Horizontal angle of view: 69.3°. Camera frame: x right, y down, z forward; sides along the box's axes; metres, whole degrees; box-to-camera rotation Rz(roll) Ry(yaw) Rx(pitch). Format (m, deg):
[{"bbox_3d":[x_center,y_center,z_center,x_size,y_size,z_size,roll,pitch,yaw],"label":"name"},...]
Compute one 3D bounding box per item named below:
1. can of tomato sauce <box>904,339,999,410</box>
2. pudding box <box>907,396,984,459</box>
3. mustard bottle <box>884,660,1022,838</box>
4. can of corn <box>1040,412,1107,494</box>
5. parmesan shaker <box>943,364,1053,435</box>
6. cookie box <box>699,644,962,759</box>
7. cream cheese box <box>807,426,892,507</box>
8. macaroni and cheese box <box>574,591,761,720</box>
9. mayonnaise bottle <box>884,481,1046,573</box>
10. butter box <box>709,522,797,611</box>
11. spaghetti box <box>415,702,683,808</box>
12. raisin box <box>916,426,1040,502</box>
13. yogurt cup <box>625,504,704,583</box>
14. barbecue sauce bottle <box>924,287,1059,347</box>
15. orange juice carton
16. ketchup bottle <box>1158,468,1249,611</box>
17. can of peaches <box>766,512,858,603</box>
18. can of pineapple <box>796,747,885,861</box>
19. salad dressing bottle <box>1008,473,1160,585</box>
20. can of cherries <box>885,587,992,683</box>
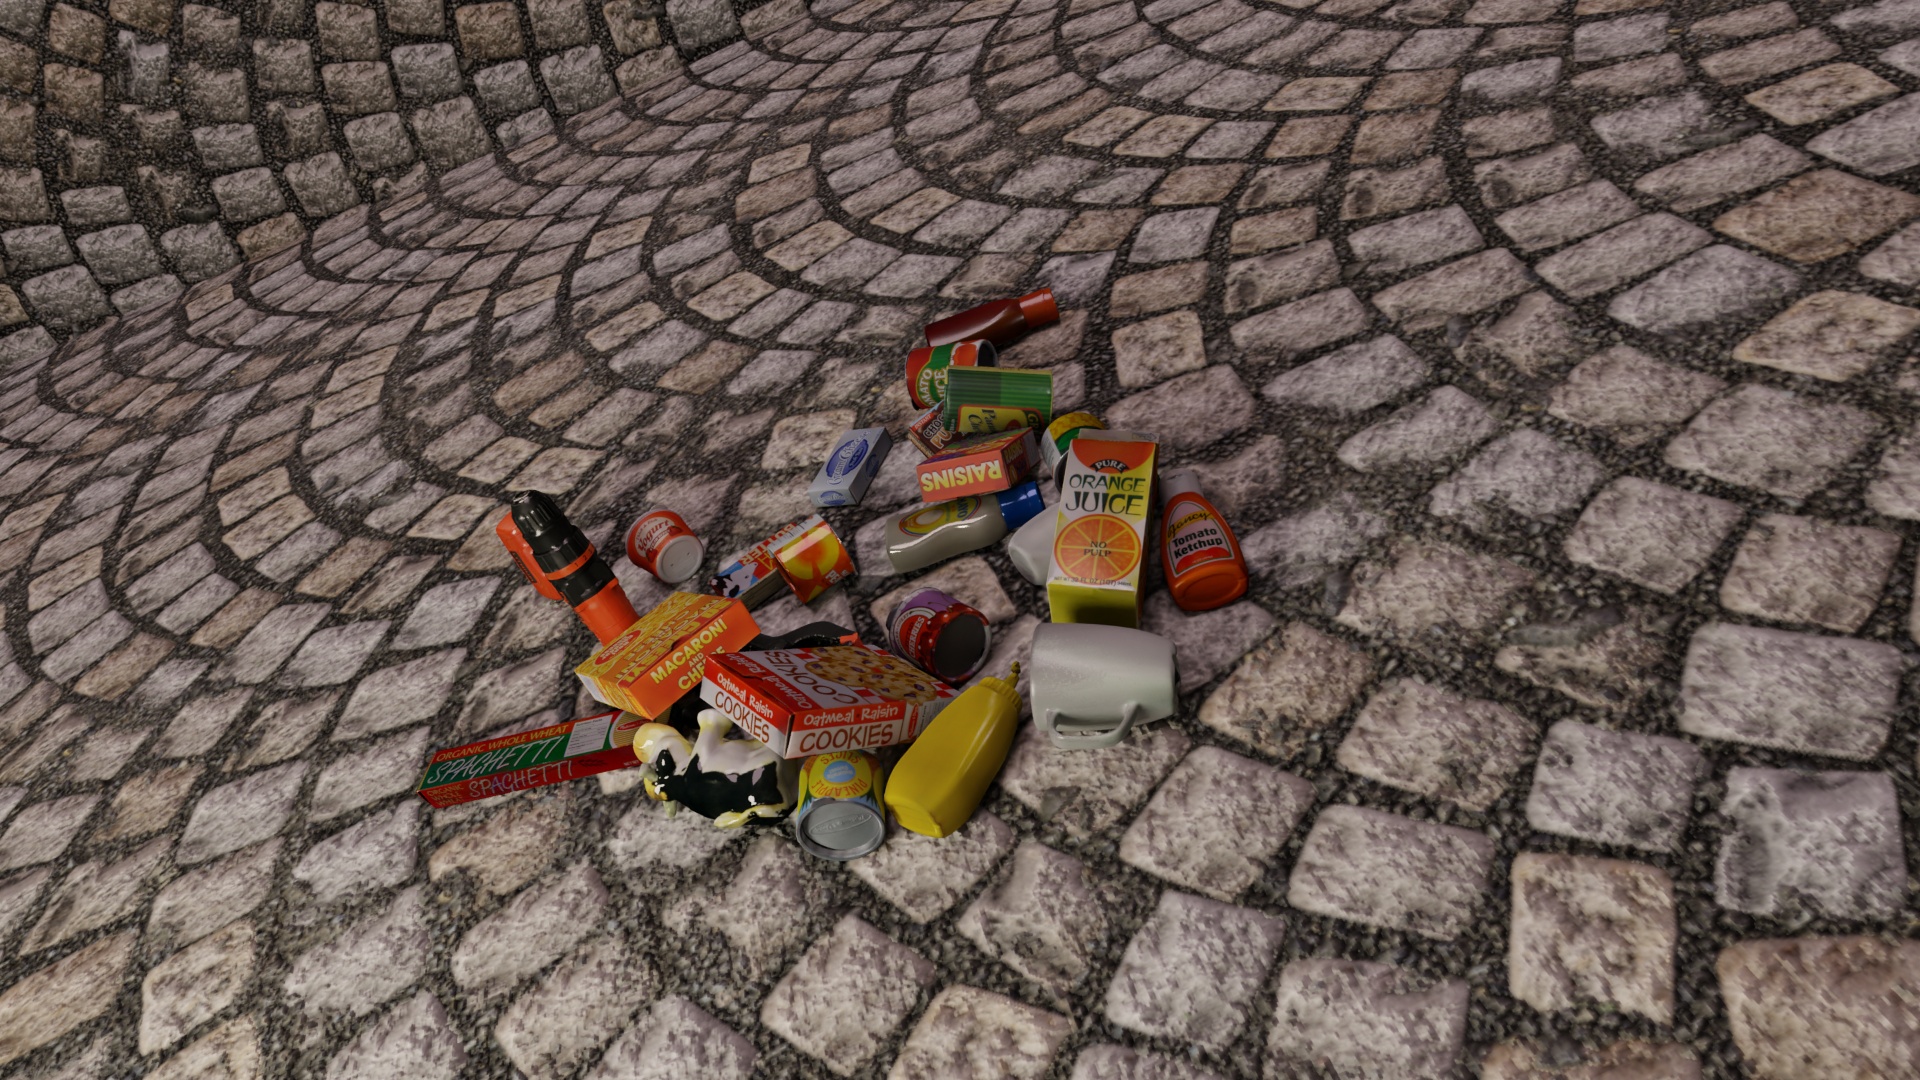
[{"bbox_3d":[-0.008,-0.175,1.474,0.083,0.071,0.071,-5,40,24],"label":"can of tomato sauce"},{"bbox_3d":[-0.007,-0.118,1.412,0.084,0.030,0.050,-39,77,-21],"label":"pudding box"},{"bbox_3d":[0.008,0.152,1.058,0.065,0.048,0.161,10,47,38],"label":"mustard bottle"},{"bbox_3d":[0.114,-0.077,1.280,0.071,0.071,0.058,-22,35,2],"label":"can of corn"},{"bbox_3d":[0.036,-0.137,1.373,0.103,0.071,0.072,2,37,-4],"label":"parmesan shaker"},{"bbox_3d":[-0.100,0.121,1.085,0.168,0.040,0.123,0,16,-42],"label":"cookie box"},{"bbox_3d":[-0.114,-0.076,1.444,0.053,0.024,0.104,-4,40,28],"label":"cream cheese box"},{"bbox_3d":[-0.264,0.099,1.237,0.124,0.040,0.166,-40,19,-24],"label":"macaroni and cheese box"},{"bbox_3d":[0.005,-0.016,1.283,0.148,0.041,0.065,-18,33,7],"label":"mayonnaise bottle"},{"bbox_3d":[-0.188,0.028,1.352,0.104,0.024,0.053,-37,38,-17],"label":"butter box"},{"bbox_3d":[-0.366,0.191,1.238,0.250,0.028,0.050,-14,37,14],"label":"spaghetti box"},{"bbox_3d":[0.018,-0.071,1.307,0.086,0.040,0.124,-9,11,18],"label":"raisin box"},{"bbox_3d":[-0.297,0.008,1.406,0.072,0.072,0.054,-39,46,-20],"label":"yogurt cup"},{"bbox_3d":[0.035,-0.241,1.555,0.148,0.043,0.065,-19,36,5],"label":"barbecue sauce bottle"},{"bbox_3d":[0.121,-0.018,1.148,0.072,0.072,0.194,4,54,12],"label":"orange juice carton"},{"bbox_3d":[0.195,-0.004,1.159,0.065,0.043,0.149,-18,35,9],"label":"ketchup bottle"},{"bbox_3d":[-0.139,0.019,1.302,0.058,0.071,0.071,-33,36,-13],"label":"can of peaches"},{"bbox_3d":[-0.089,0.195,1.040,0.071,0.070,0.058,-17,36,9],"label":"can of pineapple"},{"bbox_3d":[0.112,-0.019,1.225,0.148,0.043,0.064,-35,41,-17],"label":"salad dressing bottle"},{"bbox_3d":[-0.018,0.079,1.150,0.072,0.071,0.058,-40,39,-22],"label":"can of cherries"}]
